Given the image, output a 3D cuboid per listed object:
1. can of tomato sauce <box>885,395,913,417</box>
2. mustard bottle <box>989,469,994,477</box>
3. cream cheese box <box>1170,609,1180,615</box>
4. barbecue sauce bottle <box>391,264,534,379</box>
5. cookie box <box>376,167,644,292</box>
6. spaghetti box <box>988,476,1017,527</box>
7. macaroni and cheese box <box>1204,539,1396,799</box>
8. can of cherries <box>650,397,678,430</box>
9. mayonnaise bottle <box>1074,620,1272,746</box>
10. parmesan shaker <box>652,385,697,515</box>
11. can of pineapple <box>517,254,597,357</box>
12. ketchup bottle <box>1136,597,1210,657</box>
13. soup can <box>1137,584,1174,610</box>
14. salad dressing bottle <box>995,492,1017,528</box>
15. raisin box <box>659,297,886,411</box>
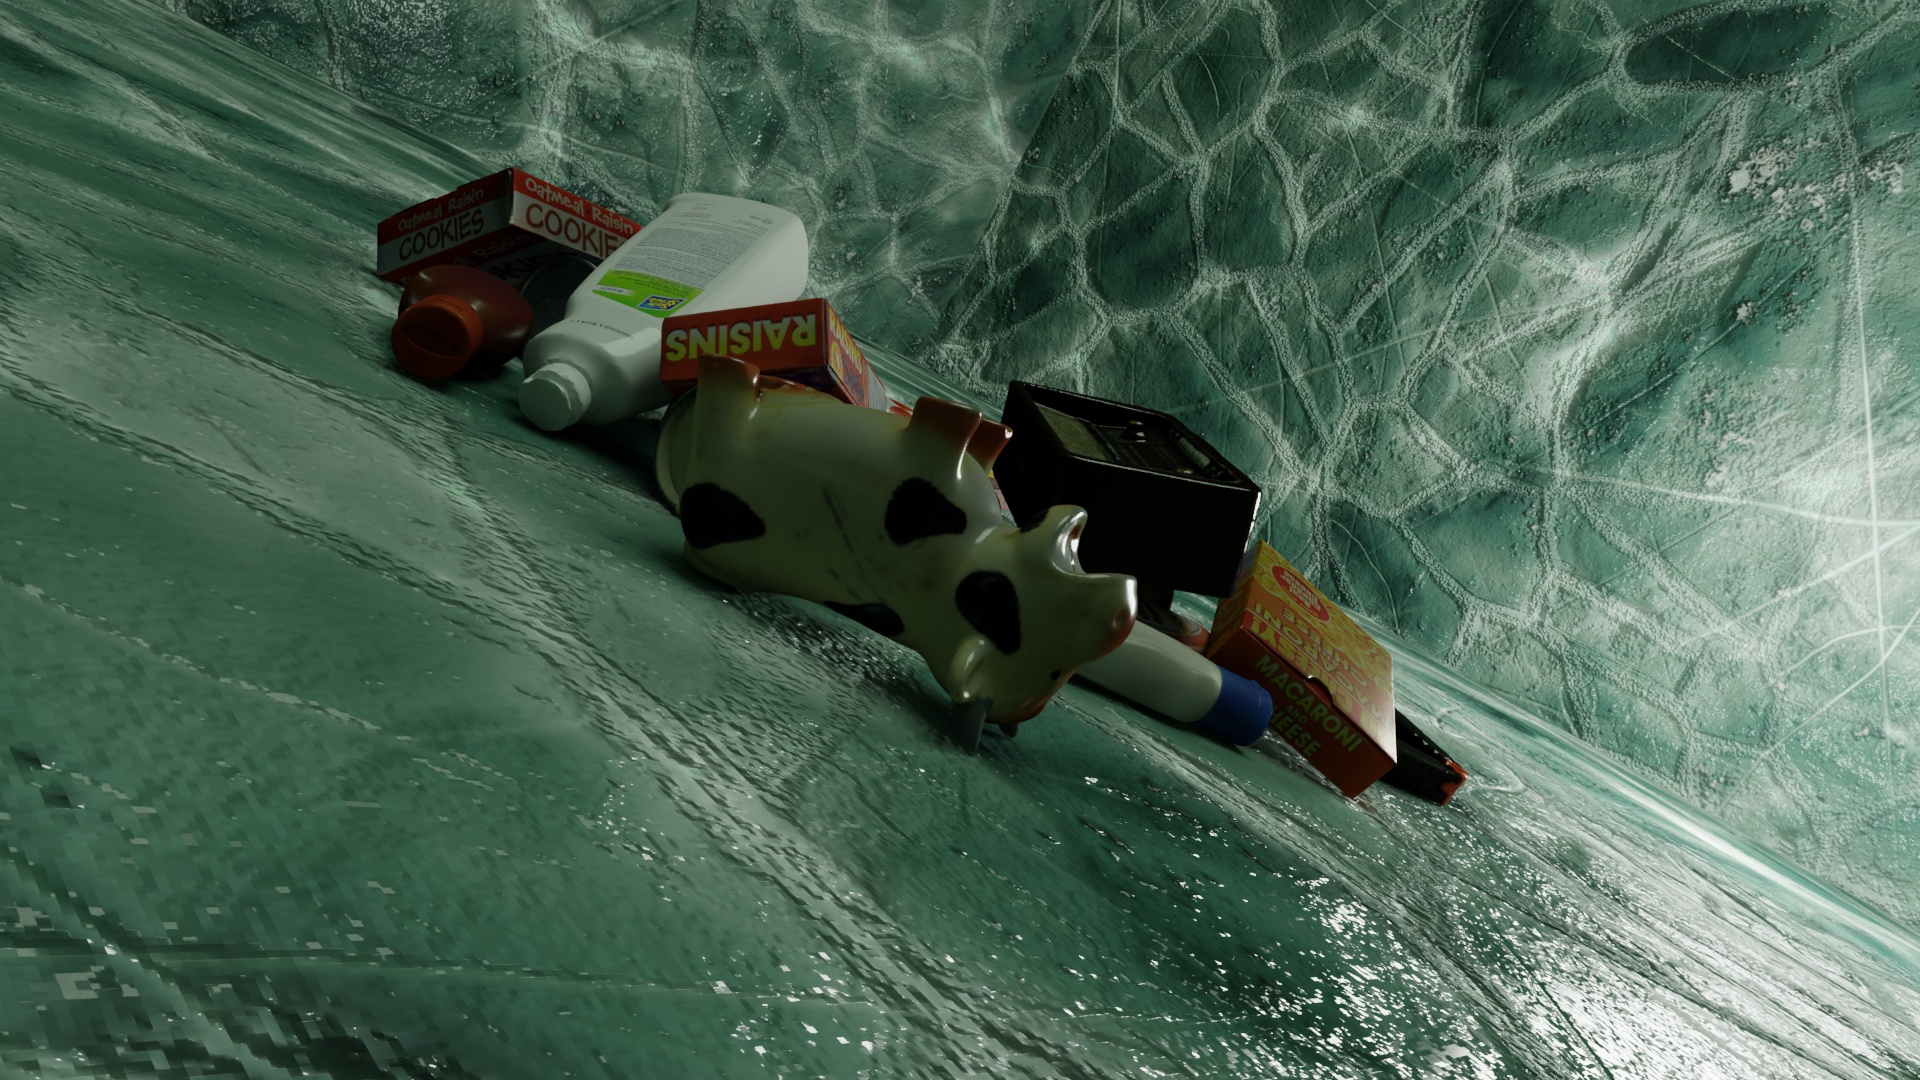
[{"bbox_3d":[-0.083,-0.087,1.067,0.083,0.071,0.071,26,8,-19],"label":"can of tomato sauce"},{"bbox_3d":[0.001,-0.048,1.160,0.065,0.048,0.160,32,8,21],"label":"mustard bottle"},{"bbox_3d":[0.141,0.059,1.030,0.104,0.024,0.053,32,8,27],"label":"cream cheese box"},{"bbox_3d":[-0.259,-0.112,0.714,0.065,0.043,0.149,25,9,-16],"label":"barbecue sauce bottle"},{"bbox_3d":[-0.267,-0.179,0.898,0.123,0.040,0.167,-11,-14,30],"label":"cookie box"},{"bbox_3d":[0.033,-0.020,1.086,0.029,0.050,0.250,29,8,17],"label":"spaghetti box"},{"bbox_3d":[0.219,0.076,0.887,0.124,0.040,0.167,42,23,0],"label":"macaroni and cheese box"},{"bbox_3d":[-0.144,-0.081,0.846,0.071,0.058,0.071,28,8,-4],"label":"can of cherries"},{"bbox_3d":[0.106,0.072,0.777,0.148,0.041,0.065,26,9,-17],"label":"mayonnaise bottle"},{"bbox_3d":[-0.091,-0.036,0.689,0.071,0.071,0.103,33,9,37],"label":"parmesan shaker"},{"bbox_3d":[-0.232,-0.134,0.855,0.071,0.071,0.058,31,2,23],"label":"can of pineapple"},{"bbox_3d":[0.123,0.065,0.866,0.149,0.043,0.065,23,15,-34],"label":"ketchup bottle"},{"bbox_3d":[0.091,0.028,0.926,0.071,0.071,0.084,22,9,-37],"label":"soup can"},{"bbox_3d":[0.003,-0.011,0.904,0.044,0.064,0.147,51,8,18],"label":"salad dressing bottle"},{"bbox_3d":[-0.094,-0.080,0.727,0.086,0.040,0.123,-5,-16,10],"label":"raisin box"}]
